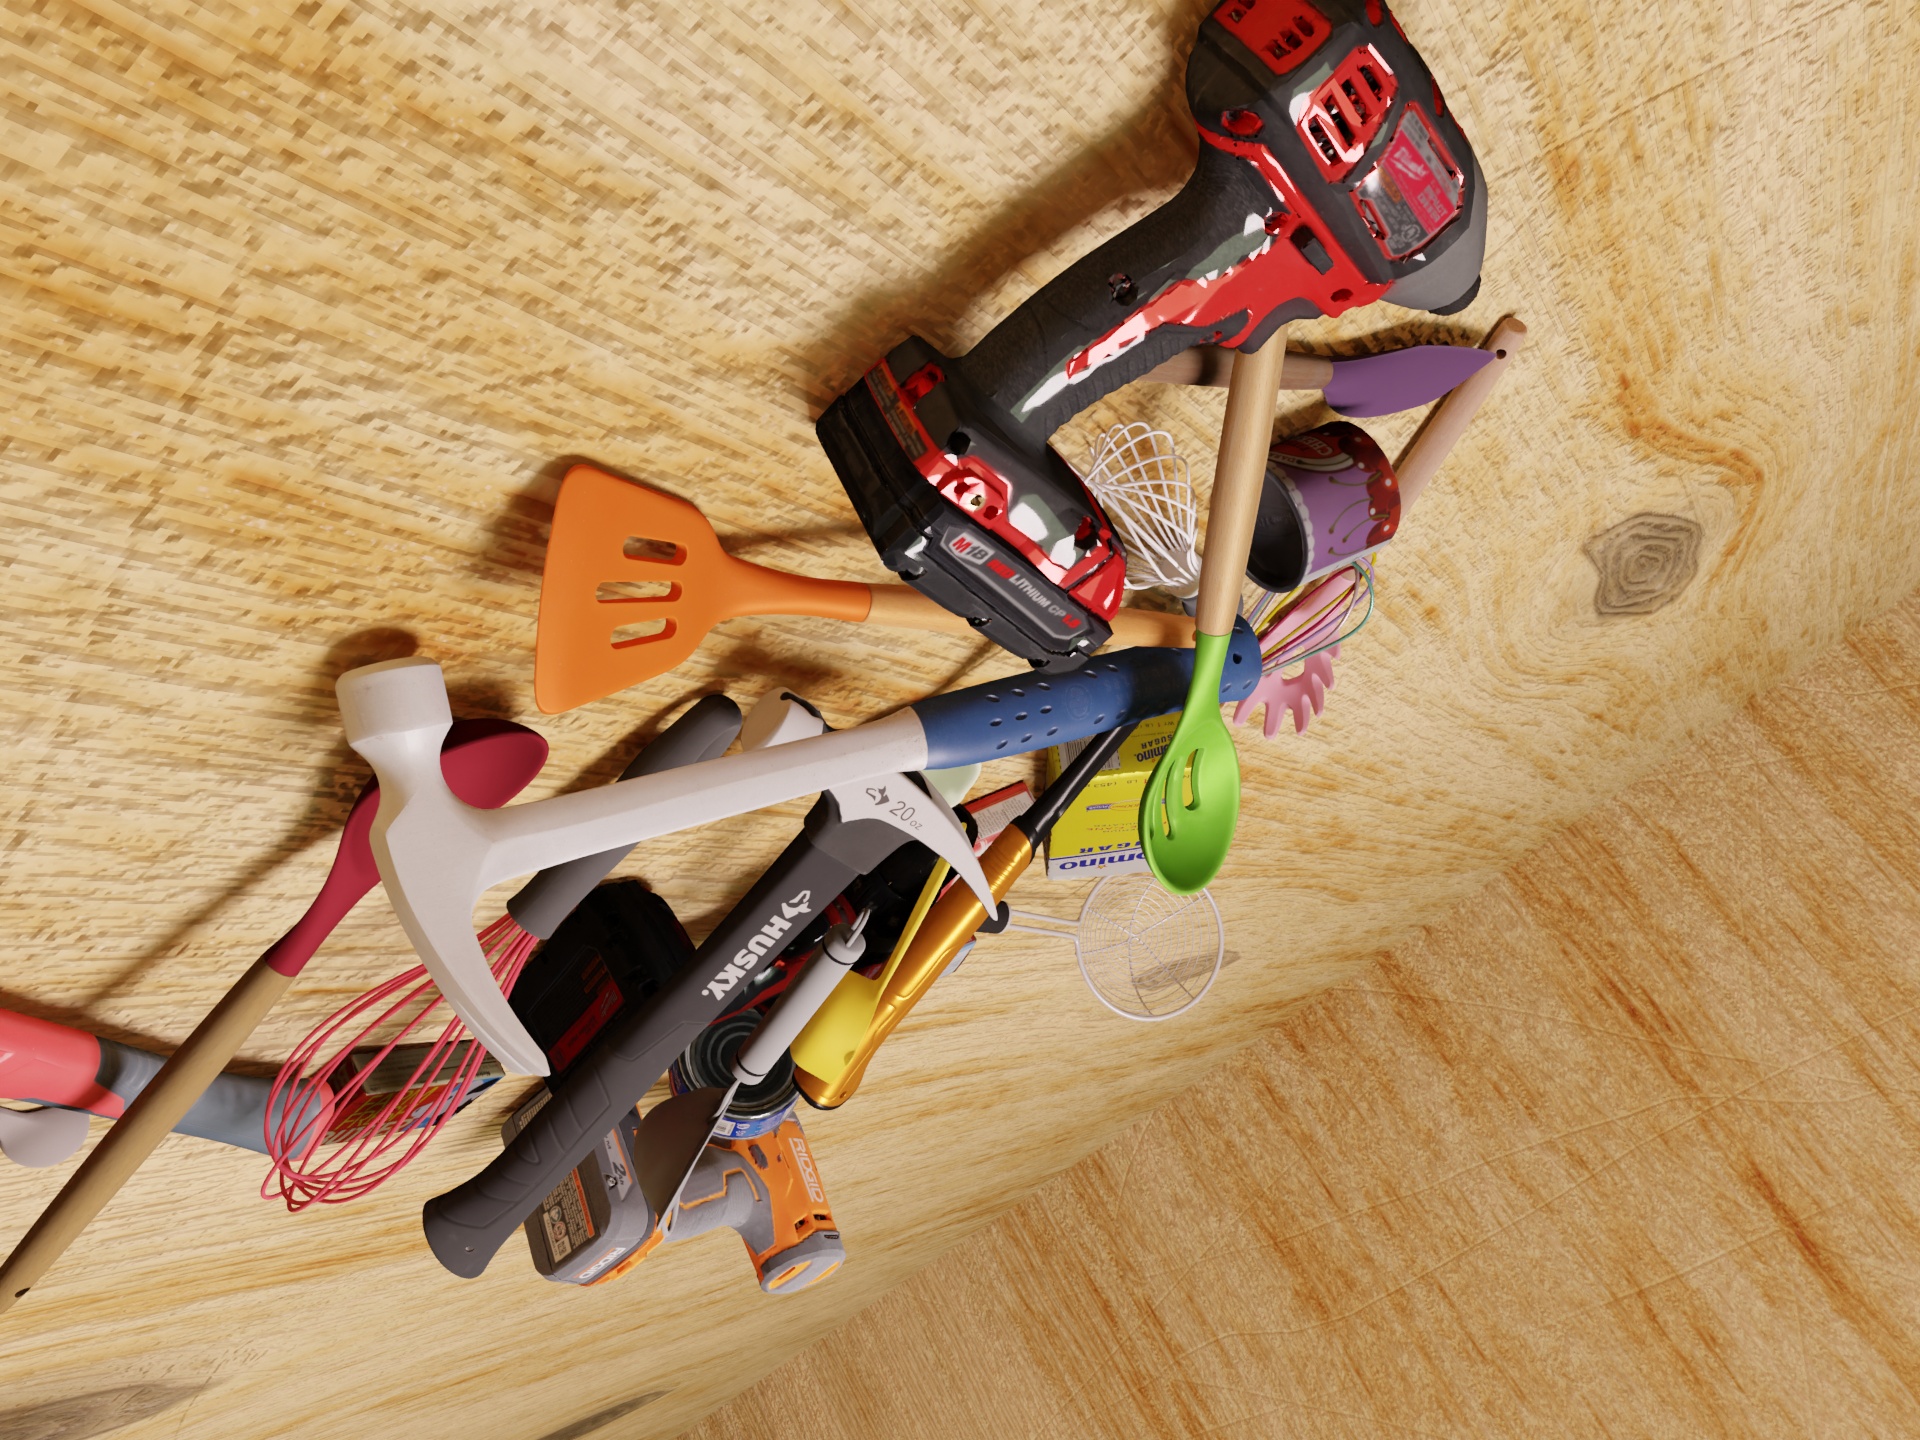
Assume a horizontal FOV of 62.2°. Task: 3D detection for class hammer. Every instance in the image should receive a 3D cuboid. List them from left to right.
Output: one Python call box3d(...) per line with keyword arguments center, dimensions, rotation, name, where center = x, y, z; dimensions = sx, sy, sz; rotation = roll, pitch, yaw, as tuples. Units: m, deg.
box3d(center=(-0.357, 0.135, 0.592), dimensions=(0.143, 0.038, 0.386), rotation=(-29, 158, -5), name="hammer")
box3d(center=(-0.128, 0.139, 0.717), dimensions=(0.146, 0.035, 0.334), rotation=(34, 107, -32), name="hammer")
box3d(center=(-0.026, 0.015, 0.631), dimensions=(0.405, 0.144, 0.035), rotation=(-14, 180, -37), name="hammer")
box3d(center=(0.015, 0.083, 0.847), dimensions=(0.337, 0.034, 0.127), rotation=(-51, 158, 14), name="hammer")

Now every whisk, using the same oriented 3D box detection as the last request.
box3d(center=(-0.197, 0.098, 0.676), dimensions=(0.296, 0.073, 0.073), rotation=(-47, 157, 5), name="whisk")
box3d(center=(0.095, -0.074, 0.735), dimensions=(0.070, 0.070, 0.284), rotation=(-37, 163, 12), name="whisk")
box3d(center=(0.162, -0.027, 0.933), dimensions=(0.047, 0.051, 0.245), rotation=(-46, 178, -42), name="whisk")

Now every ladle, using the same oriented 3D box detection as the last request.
box3d(center=(-0.269, 0.110, 0.596), dimensions=(0.315, 0.031, 0.069), rotation=(-48, 158, 7), name="ladle")

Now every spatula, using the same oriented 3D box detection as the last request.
box3d(center=(-0.013, -0.040, 0.604), dimensions=(0.322, 0.041, 0.081), rotation=(2, 104, -37), name="spatula")
box3d(center=(0.136, -0.148, 0.675), dimensions=(0.315, 0.018, 0.059), rotation=(-9, 161, -46), name="spatula")

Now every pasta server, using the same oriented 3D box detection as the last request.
box3d(center=(0.227, -0.095, 0.885), dimensions=(0.316, 0.060, 0.040), rotation=(114, -2, -52), name="pasta server")

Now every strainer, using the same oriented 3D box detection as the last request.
box3d(center=(-0.111, 0.177, 0.805), dimensions=(0.258, 0.050, 0.087), rotation=(-53, -175, 29), name="strainer")

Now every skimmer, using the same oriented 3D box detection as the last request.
box3d(center=(0.083, 0.149, 1.145), dimensions=(0.090, 0.127, 0.363), rotation=(5, 172, 31), name="skimmer")

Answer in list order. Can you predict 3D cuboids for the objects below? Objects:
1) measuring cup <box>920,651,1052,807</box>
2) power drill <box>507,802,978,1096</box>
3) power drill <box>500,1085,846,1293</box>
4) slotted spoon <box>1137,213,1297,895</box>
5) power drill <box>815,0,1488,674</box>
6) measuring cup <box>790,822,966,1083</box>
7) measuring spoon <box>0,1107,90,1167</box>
box3d(center=(-0.001, -0.002, 0.779), dimensions=(0.167, 0.038, 0.083), rotation=(-44, 156, 23), name="measuring cup")
box3d(center=(-0.104, 0.117, 0.849), dimensions=(0.226, 0.080, 0.188), rotation=(-9, 149, -51), name="power drill")
box3d(center=(-0.180, 0.283, 1.026), dimensions=(0.084, 0.164, 0.226), rotation=(-40, 145, 19), name="power drill")
box3d(center=(0.107, -0.061, 0.644), dimensions=(0.070, 0.031, 0.313), rotation=(-27, 134, -39), name="slotted spoon")
box3d(center=(0.072, -0.123, 0.525), dimensions=(0.219, 0.079, 0.143), rotation=(-42, 138, 17), name="power drill")
box3d(center=(-0.044, 0.113, 0.809), dimensions=(0.156, 0.029, 0.062), rotation=(-62, -172, 13), name="measuring cup")
box3d(center=(-0.393, 0.164, 0.629), dimensions=(0.034, 0.018, 0.124), rotation=(-32, 158, -1), name="measuring spoon")
